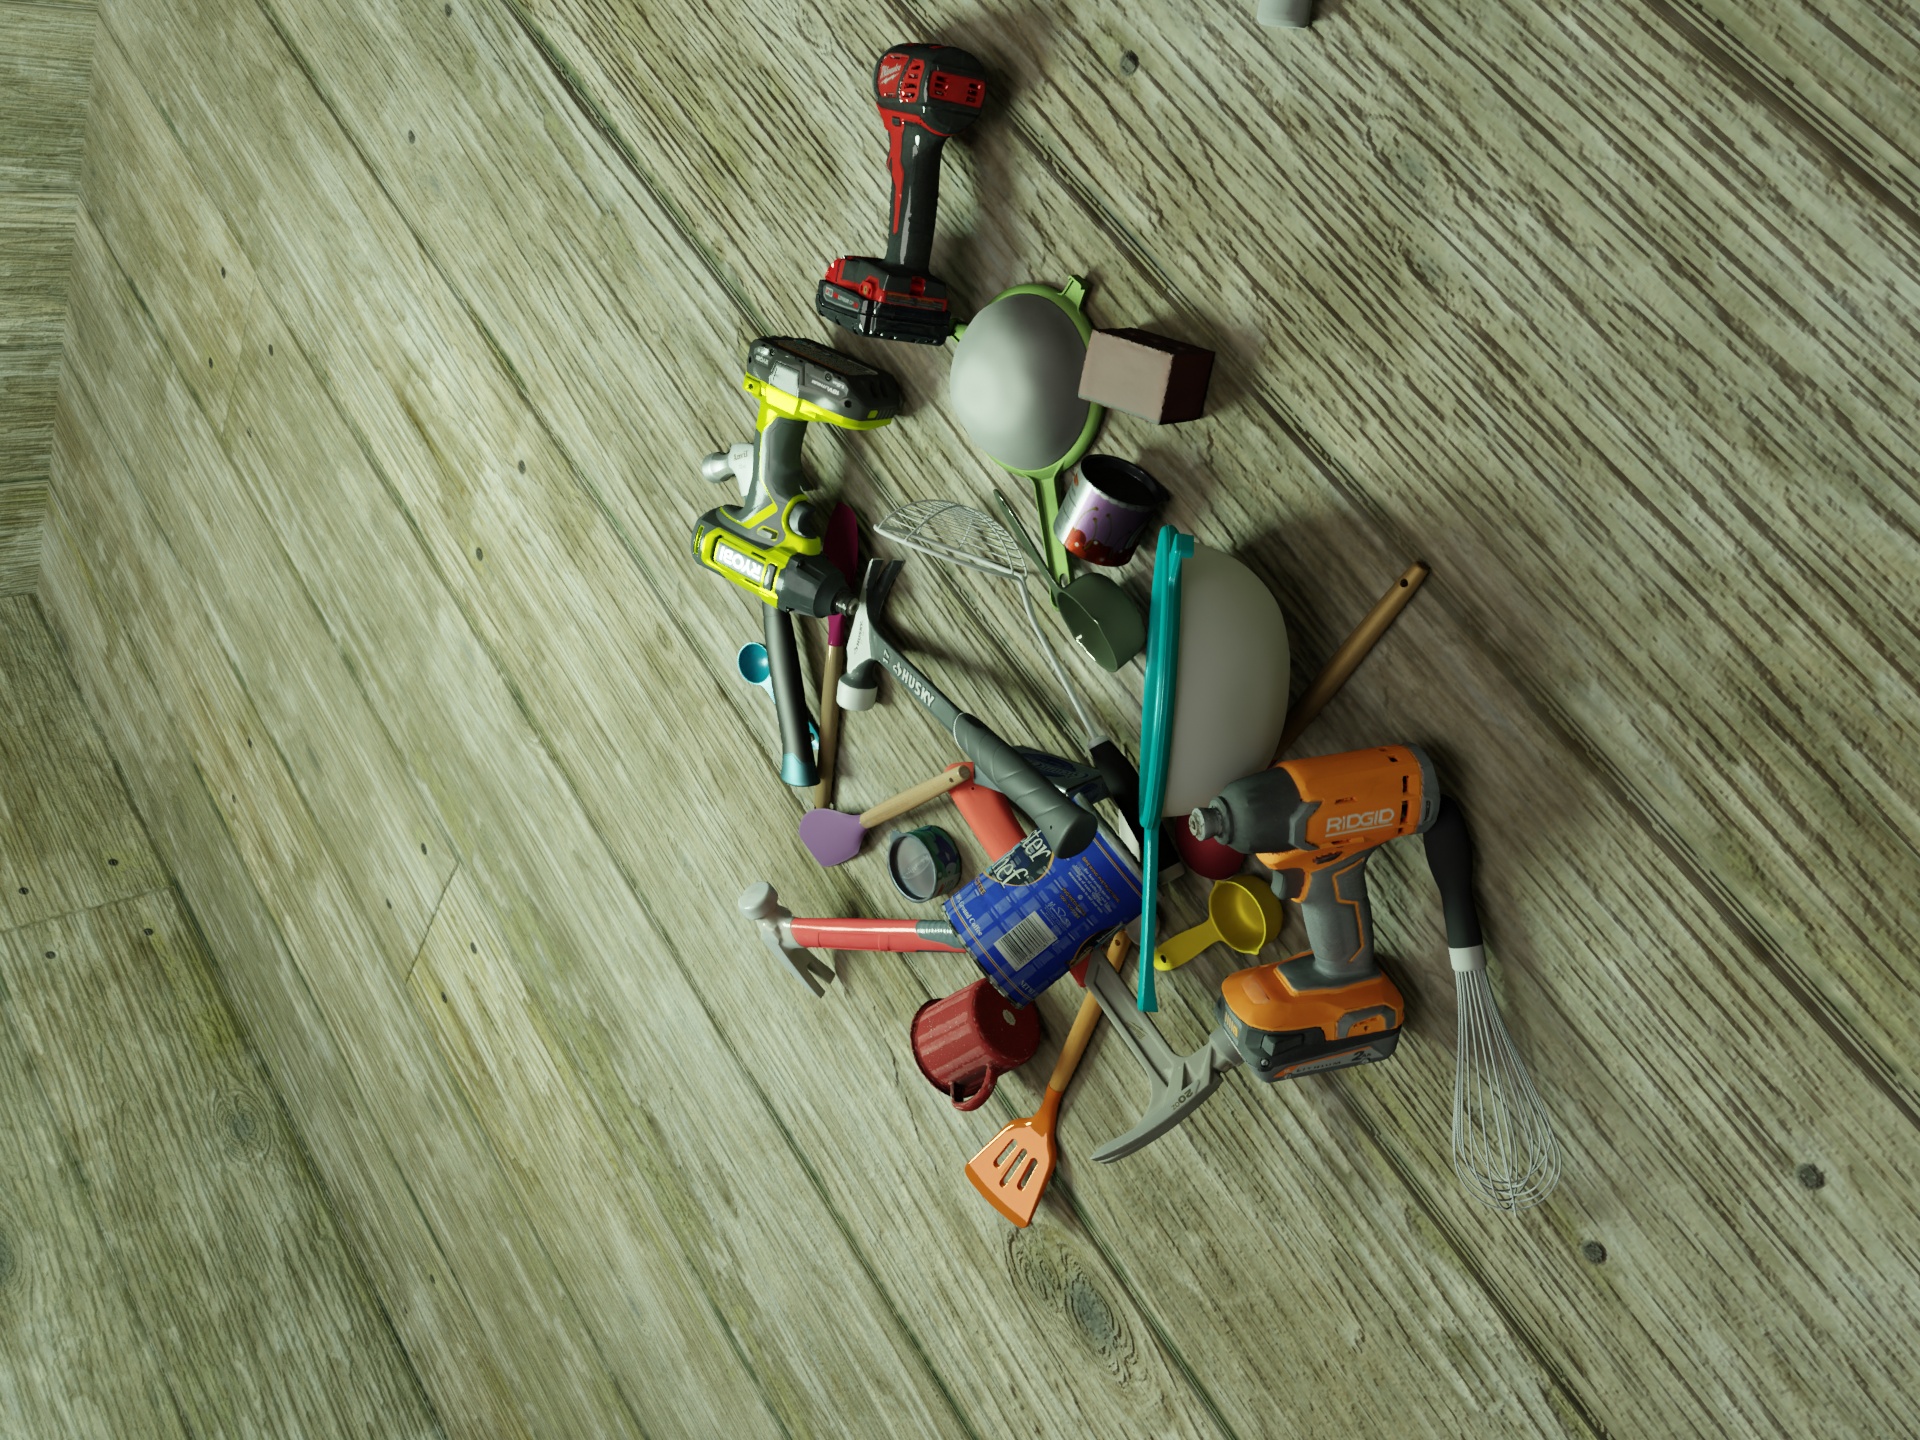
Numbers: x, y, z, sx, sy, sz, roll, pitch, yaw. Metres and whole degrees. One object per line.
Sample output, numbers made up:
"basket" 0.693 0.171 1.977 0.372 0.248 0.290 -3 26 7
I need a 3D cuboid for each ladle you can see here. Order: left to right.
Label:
"ladle" 0.237 0.006 1.136 0.069 0.031 0.315 52 131 26

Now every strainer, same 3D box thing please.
"strainer" 0.045 -0.208 1.235 0.151 0.069 0.256 -5 97 46
"strainer" 0.174 0.037 1.103 0.095 0.211 0.340 3 94 4

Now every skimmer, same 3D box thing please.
"skimmer" 0.055 -0.022 1.257 0.090 0.127 0.363 -30 83 17

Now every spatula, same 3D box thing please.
"spatula" -0.075 0.084 1.448 0.060 0.018 0.316 55 146 -5
"spatula" 0.086 0.301 1.369 0.081 0.041 0.322 38 125 29

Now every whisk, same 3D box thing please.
"whisk" 0.345 0.189 1.062 0.070 0.070 0.284 -11 89 47

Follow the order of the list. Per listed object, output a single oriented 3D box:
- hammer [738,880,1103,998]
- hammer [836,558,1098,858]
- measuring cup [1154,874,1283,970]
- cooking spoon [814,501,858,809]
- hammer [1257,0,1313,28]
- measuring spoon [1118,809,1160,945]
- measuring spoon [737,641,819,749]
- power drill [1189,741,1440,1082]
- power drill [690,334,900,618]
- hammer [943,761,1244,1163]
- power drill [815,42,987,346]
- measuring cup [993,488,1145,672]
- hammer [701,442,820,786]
"hammer" -0.030 0.205 1.443 0.386 0.038 0.143 -5 131 40
"hammer" -0.002 -0.004 1.286 0.409 0.036 0.149 43 128 53
"measuring cup" 0.196 0.163 1.232 0.062 0.029 0.156 62 148 12
"cooking spoon" -0.119 -0.048 1.489 0.069 0.017 0.318 40 129 51
"hammer" 0.083 -0.575 1.112 0.406 0.035 0.144 26 120 39
"measuring spoon" 0.144 0.118 1.277 0.034 0.018 0.124 -5 91 50
"measuring spoon" -0.171 -0.024 1.557 0.042 0.021 0.129 -43 79 30
"power drill" 0.228 0.128 1.070 0.084 0.164 0.226 -122 27 -60
"power drill" -0.139 -0.208 1.393 0.171 0.080 0.223 28 116 23
"hammer" 0.077 0.172 1.282 0.149 0.036 0.359 -40 56 5
"power drill" -0.048 -0.418 1.255 0.143 0.078 0.219 43 126 54
"measuring cup" 0.084 -0.115 1.213 0.167 0.038 0.083 56 171 1
"hammer" -0.175 -0.100 1.508 0.128 0.033 0.331 -6 94 46
